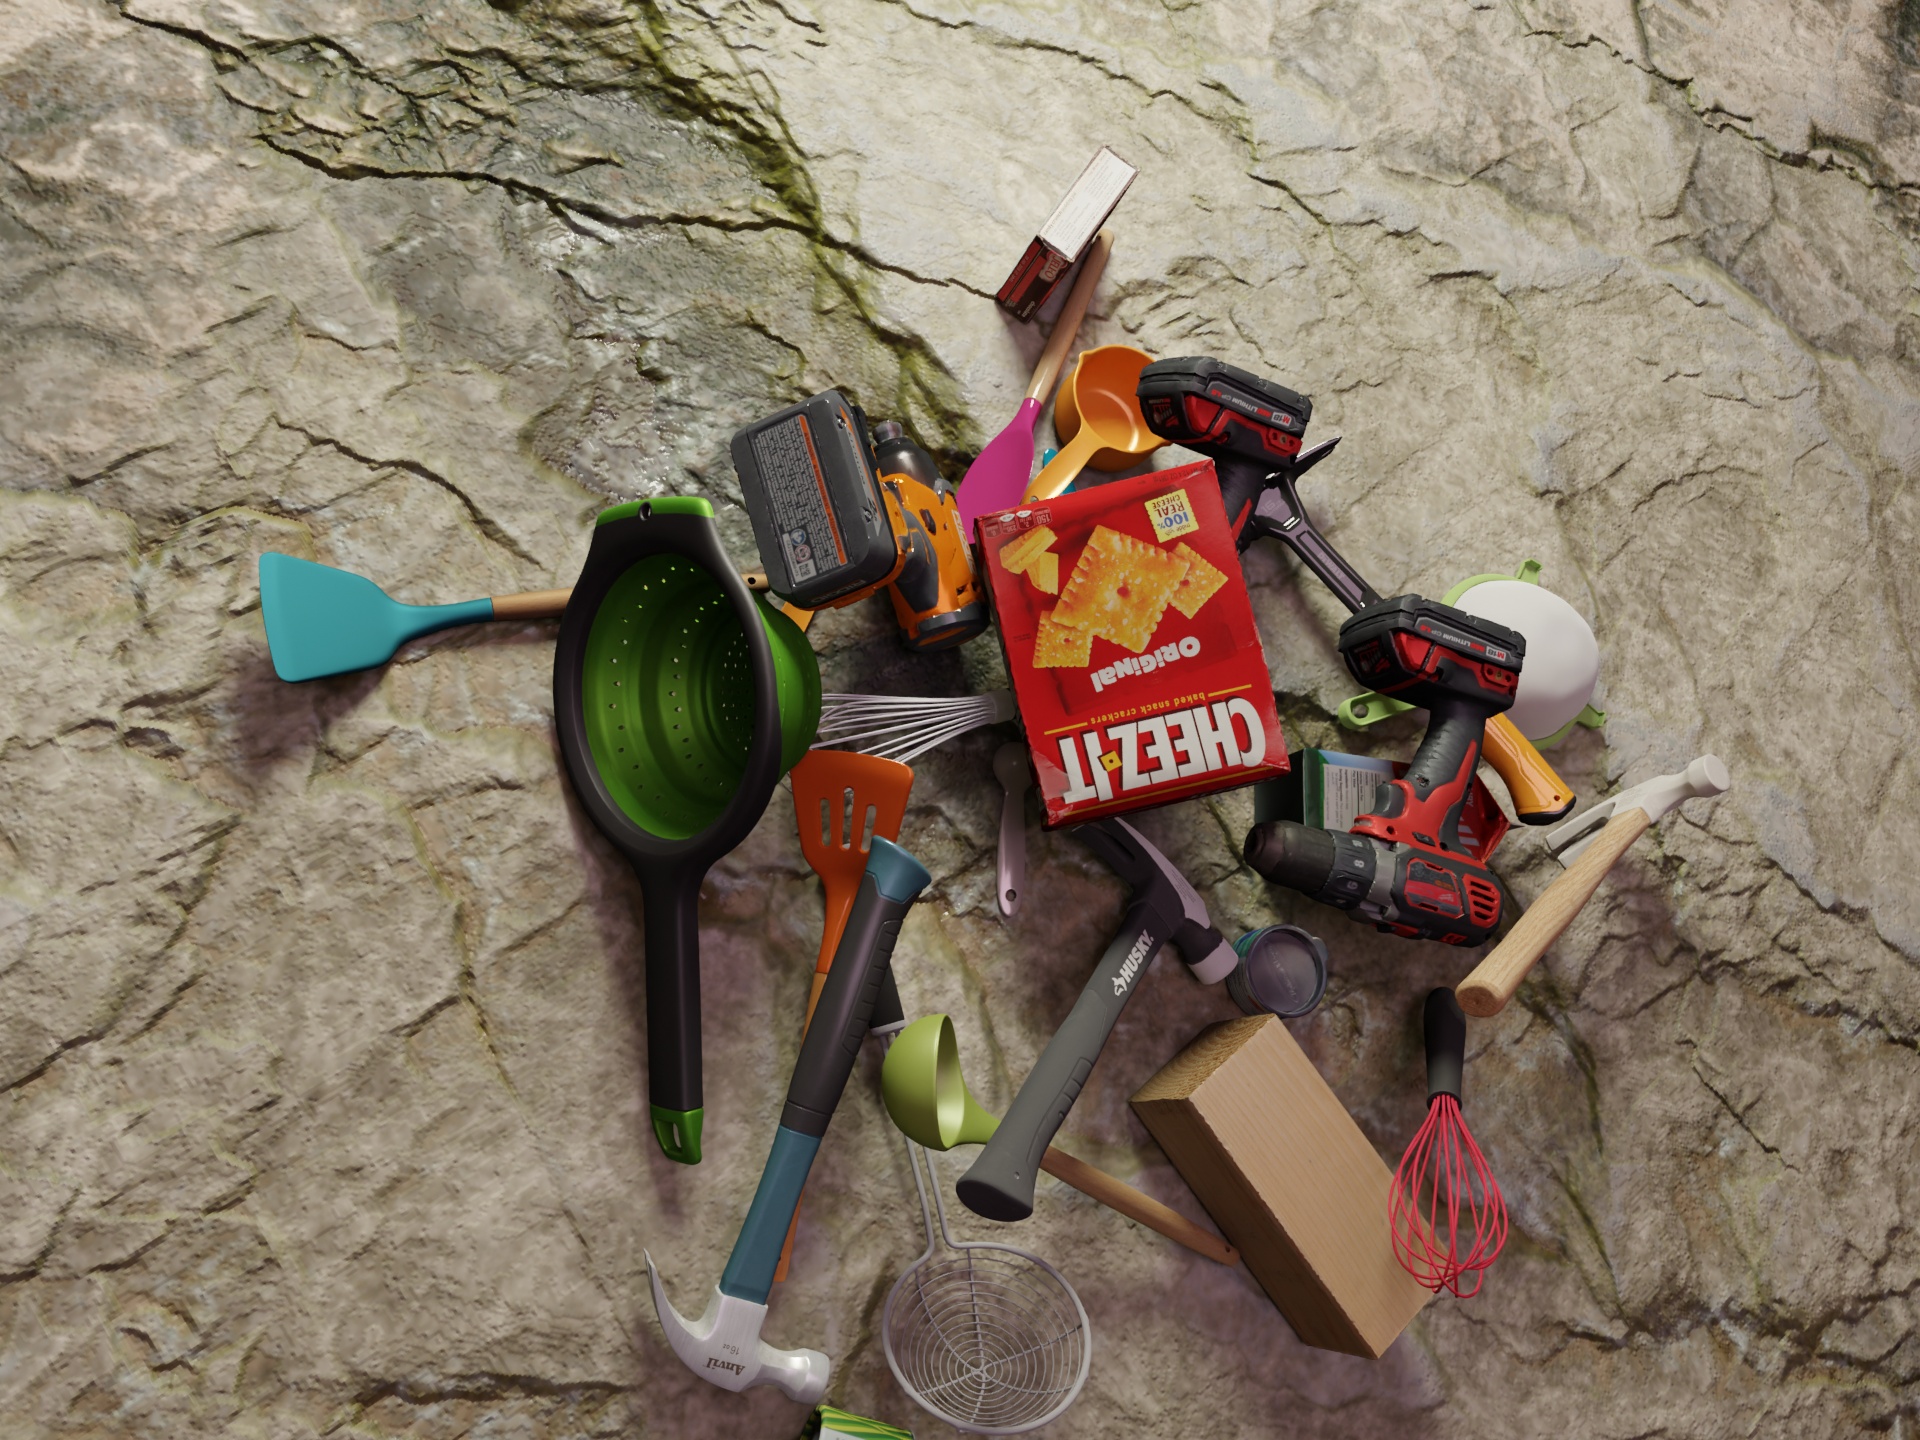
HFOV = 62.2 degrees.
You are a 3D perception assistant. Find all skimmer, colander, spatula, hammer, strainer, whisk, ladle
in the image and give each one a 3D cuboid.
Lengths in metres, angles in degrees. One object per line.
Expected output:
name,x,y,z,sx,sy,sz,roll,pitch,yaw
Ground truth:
skimmer,-0.019,0.247,0.984,0.127,0.090,0.363,-11,79,-24
colander,-0.150,0.066,0.973,0.094,0.204,0.397,-4,94,-49
spatula,-0.089,0.181,0.983,0.081,0.041,0.323,7,80,9
spatula,-0.269,-0.075,1.005,0.317,0.044,0.082,-8,76,-24
hammer,0.077,0.184,0.987,0.146,0.035,0.335,52,36,-6
strainer,0.410,-0.041,1.246,0.256,0.069,0.151,-16,82,-26
whisk,-0.002,-0.004,1.087,0.284,0.070,0.070,-13,80,-29
hammer,0.344,-0.060,1.204,0.127,0.034,0.337,-39,82,-11
ladle,0.075,0.275,0.988,0.320,0.062,0.078,35,41,-27
whisk,0.324,0.270,1.063,0.073,0.073,0.296,41,30,-6
hammer,-0.089,0.231,0.948,0.128,0.033,0.331,22,83,-18
hammer,0.441,0.121,1.149,0.331,0.130,0.031,-31,86,-42

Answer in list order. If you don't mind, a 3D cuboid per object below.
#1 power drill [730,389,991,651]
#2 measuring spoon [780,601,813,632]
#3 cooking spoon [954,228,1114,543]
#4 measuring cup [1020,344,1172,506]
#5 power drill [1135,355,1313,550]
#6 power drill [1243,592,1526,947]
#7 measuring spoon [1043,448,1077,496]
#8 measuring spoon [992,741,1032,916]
power drill,-0.059,-0.137,1.027,0.084,0.226,0.164,-20,79,18
measuring spoon,-0.108,-0.082,1.090,0.021,0.011,0.117,29,70,-11
cooking spoon,0.062,-0.254,1.187,0.017,0.069,0.319,44,56,-36
measuring cup,0.089,-0.202,1.178,0.095,0.052,0.174,43,67,-6
power drill,0.160,-0.141,1.141,0.143,0.079,0.219,15,92,-26
power drill,0.294,0.032,1.098,0.187,0.080,0.227,17,74,-16
measuring spoon,0.090,-0.145,1.176,0.042,0.021,0.129,-17,83,-25
measuring spoon,0.039,0.073,1.096,0.034,0.018,0.124,9,73,-19
